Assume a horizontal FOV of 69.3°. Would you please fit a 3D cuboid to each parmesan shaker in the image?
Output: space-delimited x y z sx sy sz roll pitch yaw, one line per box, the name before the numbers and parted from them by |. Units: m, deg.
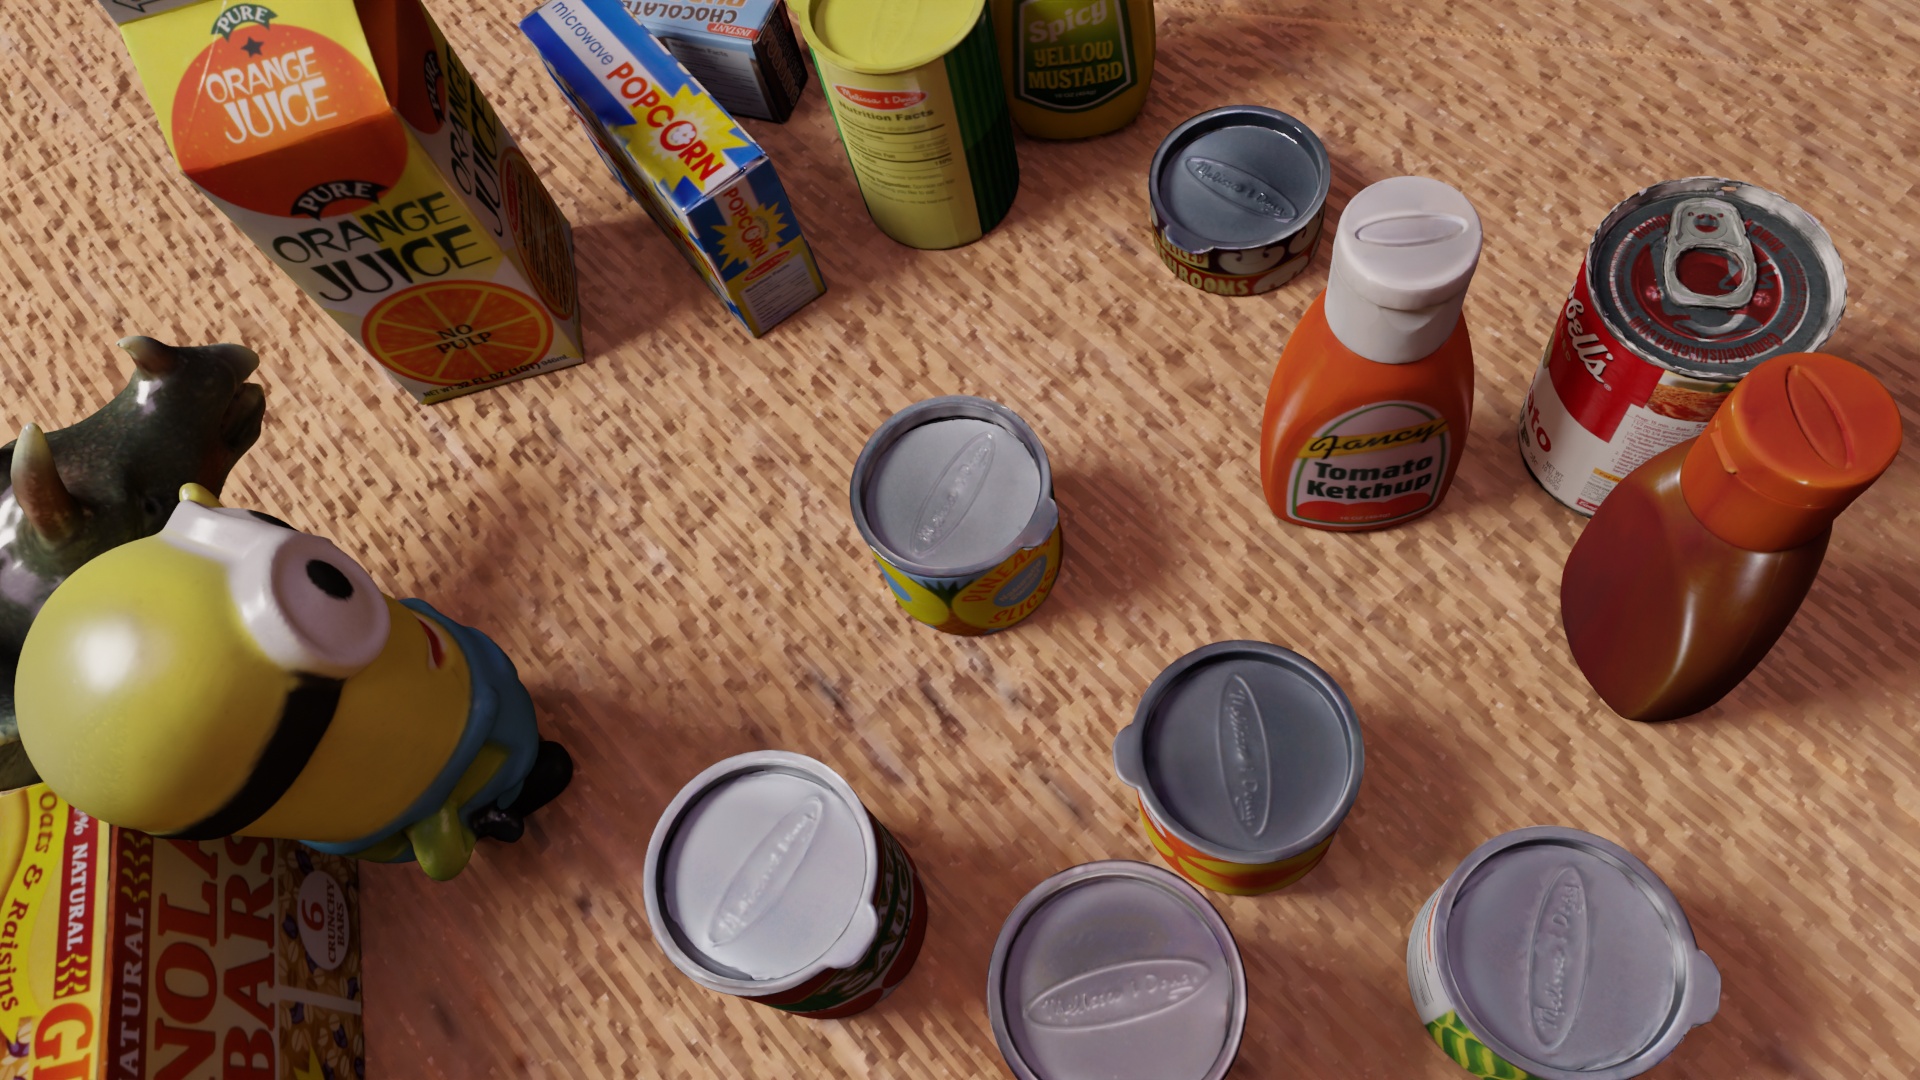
parmesan shaker | -0.018 -0.167 0.524 0.071 0.102 0.071 -4 66 8

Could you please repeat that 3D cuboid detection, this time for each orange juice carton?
orange juice carton | -0.206 -0.132 0.489 0.072 0.192 0.073 -15 65 3

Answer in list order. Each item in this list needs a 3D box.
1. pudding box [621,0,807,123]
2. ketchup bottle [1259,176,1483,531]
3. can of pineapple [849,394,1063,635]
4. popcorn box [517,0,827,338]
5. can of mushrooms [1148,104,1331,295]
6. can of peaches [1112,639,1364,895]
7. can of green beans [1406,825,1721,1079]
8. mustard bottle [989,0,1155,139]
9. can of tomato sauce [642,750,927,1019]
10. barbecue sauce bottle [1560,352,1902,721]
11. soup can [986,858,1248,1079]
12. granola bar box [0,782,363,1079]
pudding box | -0.112 -0.210 0.588 0.084 0.049 0.030 15 70 15
ketchup bottle | 0.126 -0.051 0.422 0.065 0.148 0.044 -4 66 8
can of pineapple | 0.002 -0.006 0.473 0.071 0.057 0.071 -4 66 8
popcorn box | -0.111 -0.149 0.541 0.038 0.085 0.127 -38 66 -8
can of mushrooms | 0.103 -0.126 0.524 0.071 0.033 0.071 -3 65 8
can of peaches | 0.084 0.071 0.424 0.071 0.058 0.071 -4 66 8
can of green beans | 0.163 0.119 0.389 0.071 0.057 0.071 -4 66 8
mustard bottle | 0.037 -0.213 0.504 0.065 0.159 0.049 -6 65 7
can of tomato sauce | -0.047 0.106 0.416 0.071 0.082 0.071 -4 66 8
barbecue sauce bottle | 0.208 0.001 0.385 0.044 0.148 0.065 -11 65 4
soup can | 0.046 0.133 0.388 0.071 0.083 0.071 -4 66 8
granola bar box | -0.219 0.160 0.397 0.039 0.123 0.166 -15 64 3
